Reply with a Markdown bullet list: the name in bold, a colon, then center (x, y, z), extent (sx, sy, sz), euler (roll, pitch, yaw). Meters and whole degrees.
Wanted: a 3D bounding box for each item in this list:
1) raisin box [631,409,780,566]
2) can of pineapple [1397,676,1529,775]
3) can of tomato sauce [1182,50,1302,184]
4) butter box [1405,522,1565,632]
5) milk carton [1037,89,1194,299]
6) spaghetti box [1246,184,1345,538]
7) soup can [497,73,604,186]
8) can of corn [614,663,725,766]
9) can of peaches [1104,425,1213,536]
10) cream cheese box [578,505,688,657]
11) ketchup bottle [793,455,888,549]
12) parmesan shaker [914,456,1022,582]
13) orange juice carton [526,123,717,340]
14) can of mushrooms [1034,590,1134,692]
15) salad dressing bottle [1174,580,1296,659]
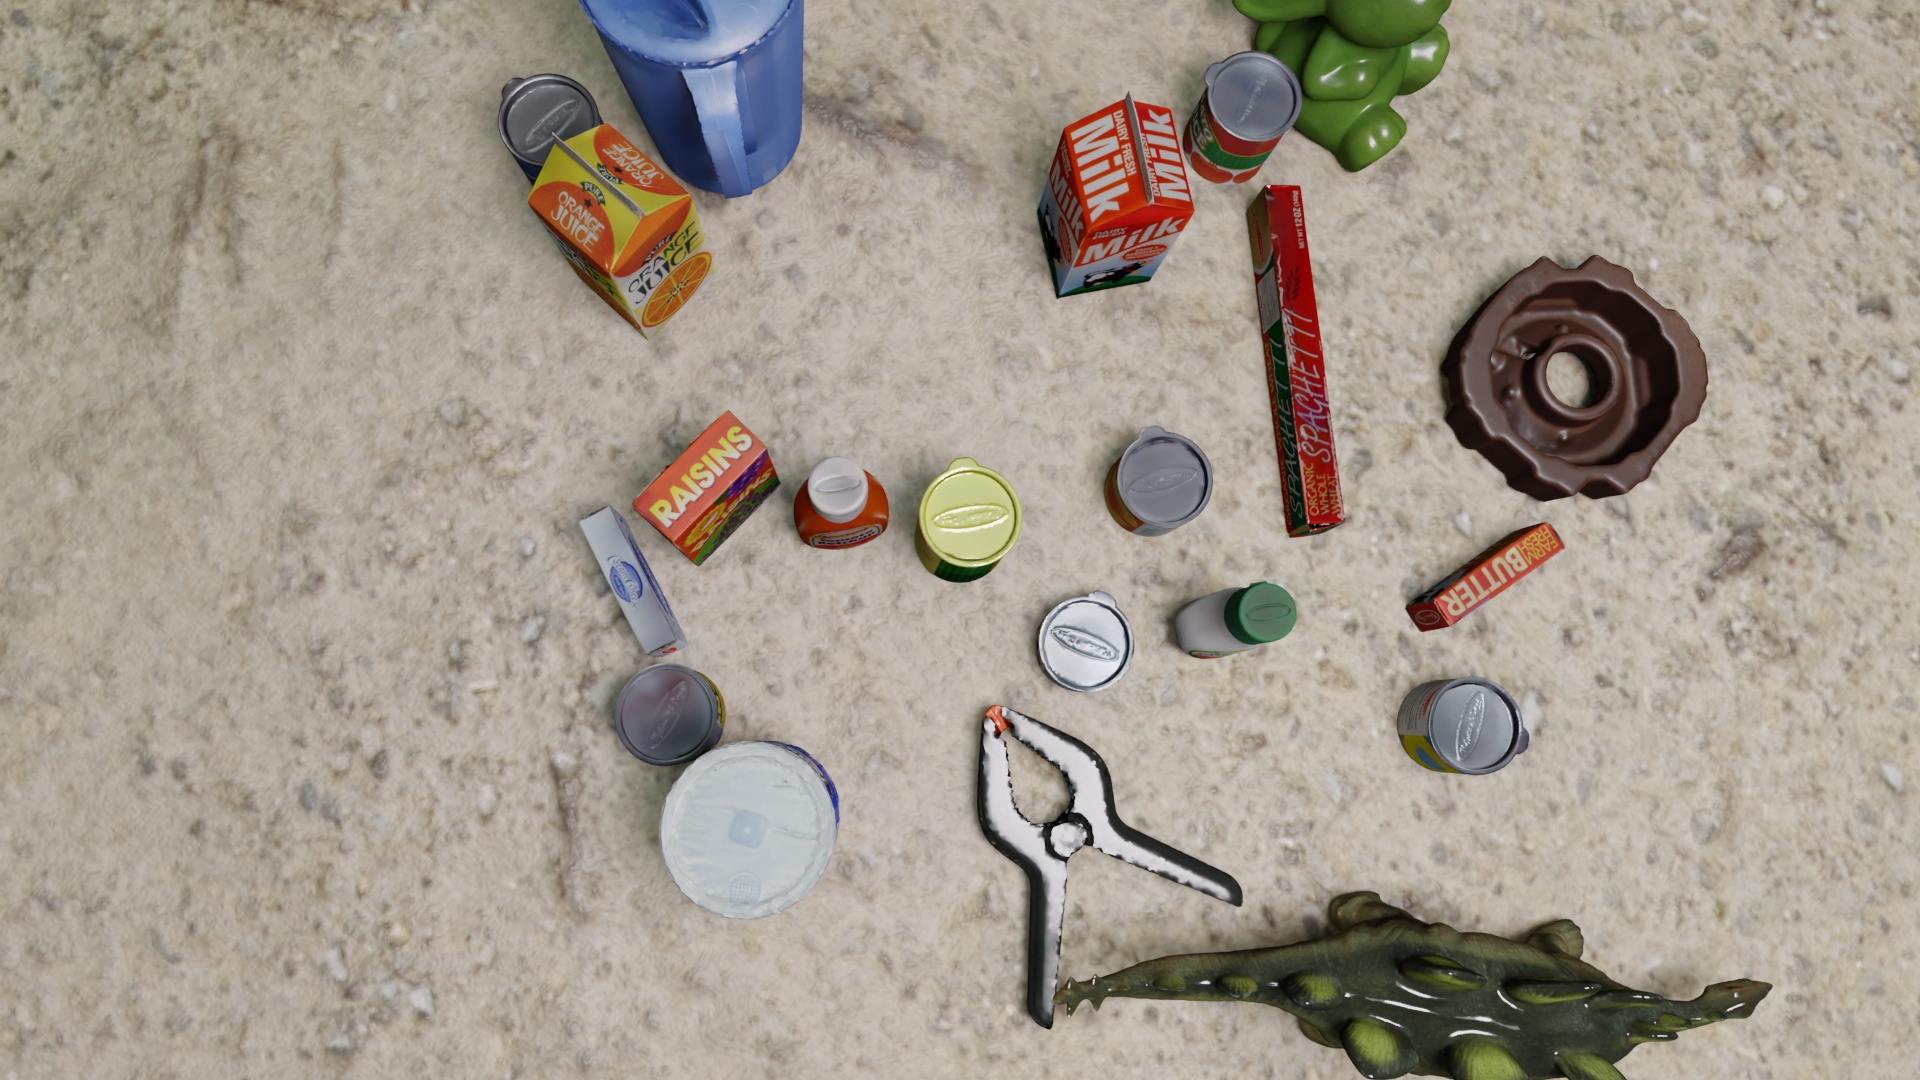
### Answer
- **raisin box**: center (-0.164, -0.032, 0.915), extent (0.040, 0.123, 0.086), euler (44, 82, 3)
- **can of pineapple**: center (0.344, 0.129, 0.957), extent (0.071, 0.058, 0.071), euler (1, 82, -4)
- **can of tomato sauce**: center (0.199, -0.302, 0.998), extent (0.071, 0.083, 0.071), euler (1, 82, -3)
- **butter box**: center (0.368, 0.026, 0.976), extent (0.103, 0.053, 0.024), euler (-33, 85, -7)
- **milk carton**: center (0.103, -0.227, 0.926), extent (0.073, 0.190, 0.072), euler (-12, 83, -5)
- **spaghetti box**: center (0.238, -0.127, 0.992), extent (0.029, 0.050, 0.250), euler (-5, 82, -4)
- **soup can**: center (-0.278, -0.276, 0.963), extent (0.071, 0.083, 0.071), euler (1, 82, -3)
- **can of corn**: center (-0.189, 0.117, 0.924), extent (0.071, 0.058, 0.071), euler (1, 82, -4)
- **can of peaches**: center (0.136, -0.040, 0.968), extent (0.071, 0.058, 0.071), euler (1, 82, -4)
- **cream cheese box**: center (-0.220, 0.029, 0.938), extent (0.024, 0.053, 0.104), euler (-28, 84, -7)
- **ketchup bottle**: center (-0.079, -0.025, 0.906), extent (0.065, 0.148, 0.043), euler (-11, 83, -5)
- **parmesan shaker**: center (0.003, -0.012, 0.933), extent (0.071, 0.103, 0.071), euler (0, 82, -3)
- **orange juice carton**: center (-0.218, -0.203, 0.901), extent (0.072, 0.192, 0.073), euler (42, 82, 3)
- **can of mushrooms**: center (0.086, 0.070, 0.961), extent (0.071, 0.033, 0.071), euler (1, 82, -4)
- **salad dressing bottle**: center (0.181, 0.053, 0.912), extent (0.064, 0.147, 0.044), euler (-8, 83, -5)
